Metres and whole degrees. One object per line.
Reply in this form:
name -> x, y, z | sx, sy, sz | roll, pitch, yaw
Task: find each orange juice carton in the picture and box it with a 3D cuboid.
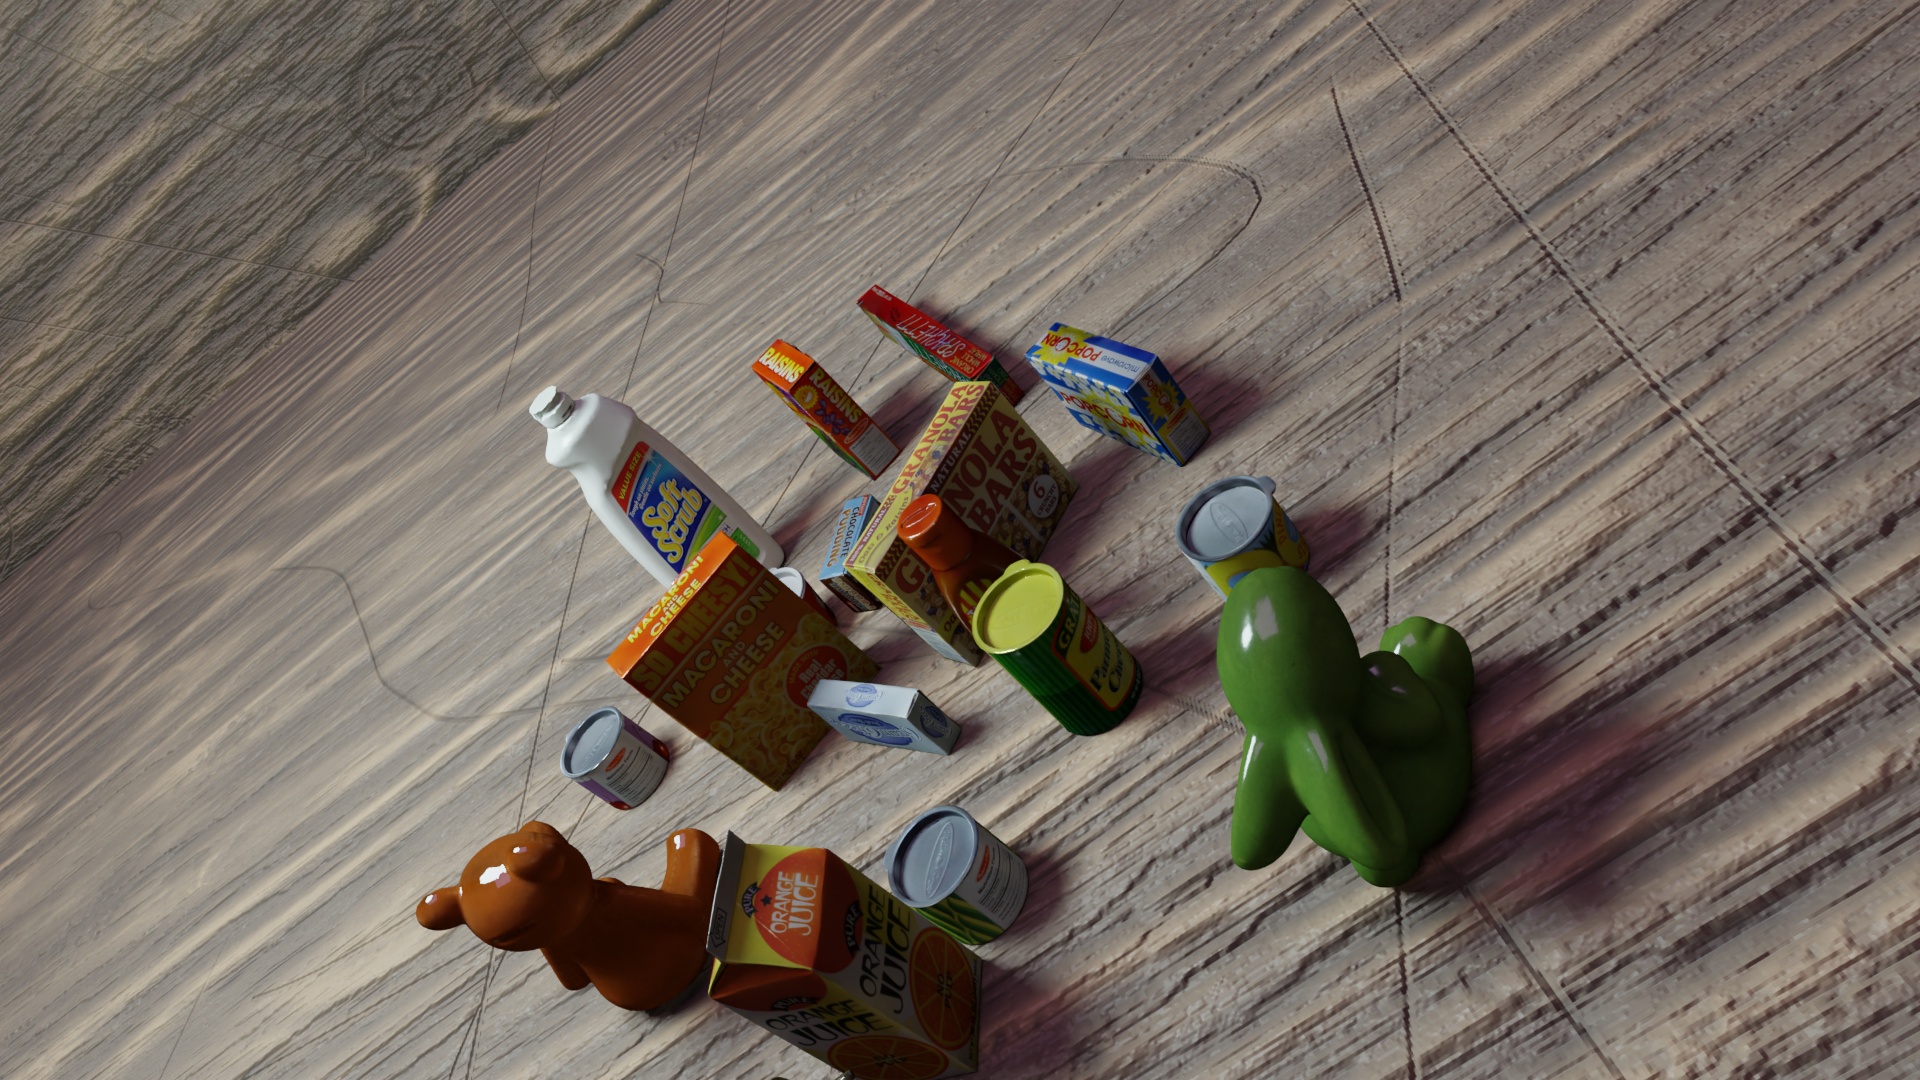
orange juice carton -> -0.071, 0.233, 0.770 | 0.073, 0.192, 0.072 | -23, 41, 27

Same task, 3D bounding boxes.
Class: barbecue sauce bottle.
barbecue sauce bottle -> 0.015, 0.026, 0.929 | 0.064, 0.148, 0.044 | -32, 38, 17

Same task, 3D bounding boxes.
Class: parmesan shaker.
parmesan shaker -> 0.063, 0.068, 0.880 | 0.071, 0.103, 0.072 | -25, 40, 24

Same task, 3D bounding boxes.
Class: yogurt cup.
yogurt cup -> -0.137, 0.064, 1.115 | 0.072, 0.054, 0.073 | -25, 40, 24

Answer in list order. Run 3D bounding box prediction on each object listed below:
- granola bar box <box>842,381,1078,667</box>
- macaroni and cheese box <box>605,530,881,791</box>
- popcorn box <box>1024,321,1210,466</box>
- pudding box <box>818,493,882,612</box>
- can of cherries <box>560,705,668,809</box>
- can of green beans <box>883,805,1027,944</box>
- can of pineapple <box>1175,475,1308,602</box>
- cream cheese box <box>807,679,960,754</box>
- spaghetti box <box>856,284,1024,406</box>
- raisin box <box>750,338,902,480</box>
granola bar box -> 0.004, -0.013, 0.998 | 0.039, 0.124, 0.166 | 8, 60, 47
macaroni and cheese box -> -0.155, 0.090, 1.012 | 0.124, 0.166, 0.040 | -50, 37, -8
popcorn box -> 0.115, -0.109, 1.021 | 0.038, 0.085, 0.127 | -50, 37, -7
pudding box -> -0.078, 0.010, 1.116 | 0.030, 0.049, 0.084 | -14, 46, 35
can of cherries -> -0.284, 0.178, 1.139 | 0.071, 0.058, 0.072 | -25, 40, 24
can of green beans -> -0.001, 0.204, 0.846 | 0.071, 0.057, 0.071 | -25, 40, 24
can of pineapple -> 0.180, 0.001, 0.874 | 0.071, 0.057, 0.071 | -25, 40, 24
cream cheese box -> -0.054, 0.124, 0.979 | 0.103, 0.053, 0.024 | 0, 55, 43
spaghetti box -> -0.023, -0.174, 1.244 | 0.029, 0.050, 0.251 | -46, 36, -2
raisin box -> -0.117, -0.115, 1.213 | 0.040, 0.123, 0.086 | -48, 36, -4
